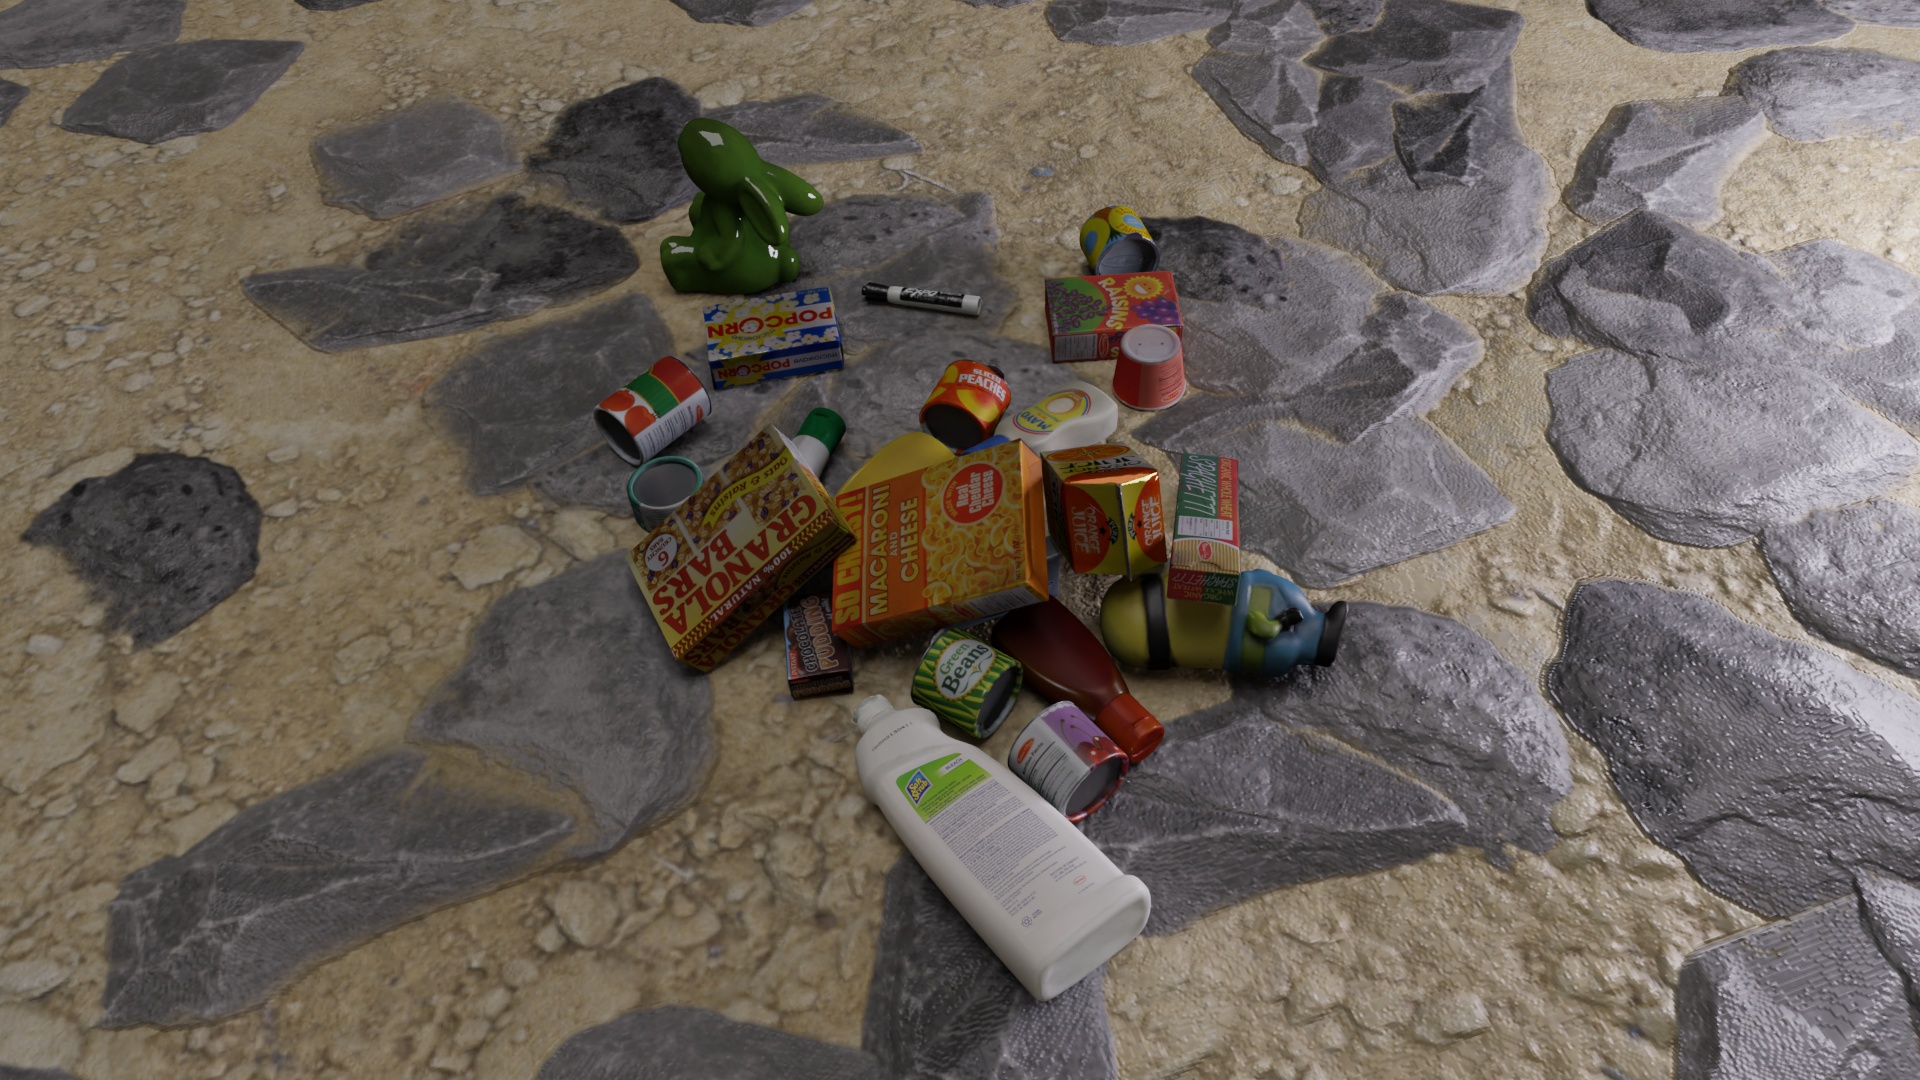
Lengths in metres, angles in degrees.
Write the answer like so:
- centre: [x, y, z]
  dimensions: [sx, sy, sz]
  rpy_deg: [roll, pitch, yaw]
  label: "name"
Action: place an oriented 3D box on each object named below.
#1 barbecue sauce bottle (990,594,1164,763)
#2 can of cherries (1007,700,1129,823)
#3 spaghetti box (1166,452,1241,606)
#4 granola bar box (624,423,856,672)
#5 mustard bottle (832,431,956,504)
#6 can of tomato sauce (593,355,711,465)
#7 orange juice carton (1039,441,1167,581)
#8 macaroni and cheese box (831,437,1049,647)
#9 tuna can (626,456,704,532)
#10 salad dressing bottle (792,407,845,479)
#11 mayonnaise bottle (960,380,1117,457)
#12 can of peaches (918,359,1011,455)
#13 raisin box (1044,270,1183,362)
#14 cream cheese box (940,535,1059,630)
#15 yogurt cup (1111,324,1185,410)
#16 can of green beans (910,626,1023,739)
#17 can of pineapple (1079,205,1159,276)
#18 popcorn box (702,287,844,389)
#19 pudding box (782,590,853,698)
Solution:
- centre: [0.090, 0.104, 1.044]
  dimensions: [0.065, 0.043, 0.149]
  rpy_deg: [-31, 54, -22]
  label: "barbecue sauce bottle"
- centre: [0.078, 0.157, 0.984]
  dimensions: [0.072, 0.071, 0.058]
  rpy_deg: [-33, 54, -23]
  label: "can of cherries"
- centre: [0.192, -0.015, 1.083]
  dimensions: [0.050, 0.028, 0.251]
  rpy_deg: [7, 23, 8]
  label: "spaghetti box"
- centre: [-0.176, 0.005, 1.105]
  dimensions: [0.165, 0.039, 0.124]
  rpy_deg: [-41, 53, 7]
  label: "granola bar box"
- centre: [-0.074, -0.029, 1.170]
  dimensions: [0.065, 0.048, 0.161]
  rpy_deg: [36, 60, 27]
  label: "mustard bottle"
- centre: [-0.279, -0.118, 1.250]
  dimensions: [0.071, 0.070, 0.083]
  rpy_deg: [31, 58, 27]
  label: "can of tomato sauce"
- centre: [0.111, -0.025, 1.075]
  dimensions: [0.073, 0.071, 0.193]
  rpy_deg: [-7, 13, -2]
  label: "orange juice carton"
- centre: [-0.017, 0.004, 1.058]
  dimensions: [0.166, 0.040, 0.124]
  rpy_deg: [-16, 57, 25]
  label: "macaroni and cheese box"
- centre: [-0.253, -0.041, 1.203]
  dimensions: [0.071, 0.032, 0.071]
  rpy_deg: [-2, 49, 2]
  label: "tuna can"
- centre: [-0.145, -0.054, 1.200]
  dimensions: [0.064, 0.043, 0.148]
  rpy_deg: [13, 50, 17]
  label: "salad dressing bottle"
- centre: [0.066, -0.091, 1.208]
  dimensions: [0.149, 0.041, 0.065]
  rpy_deg: [-29, 47, -30]
  label: "mayonnaise bottle"
- centre: [0.005, -0.118, 1.230]
  dimensions: [0.071, 0.071, 0.058]
  rpy_deg: [16, 53, 18]
  label: "can of peaches"
- centre: [0.145, -0.215, 1.327]
  dimensions: [0.123, 0.039, 0.086]
  rpy_deg: [-3, 47, 0]
  label: "raisin box"
- centre: [0.029, 0.036, 1.102]
  dimensions: [0.104, 0.053, 0.024]
  rpy_deg: [-18, 49, -12]
  label: "cream cheese box"
- centre: [0.172, -0.160, 1.266]
  dimensions: [0.072, 0.053, 0.073]
  rpy_deg: [-2, 49, 3]
  label: "yogurt cup"
- centre: [0.005, 0.106, 1.032]
  dimensions: [0.058, 0.071, 0.071]
  rpy_deg: [27, 56, 25]
  label: "can of green beans"
- centre: [0.157, -0.290, 1.373]
  dimensions: [0.071, 0.070, 0.058]
  rpy_deg: [-13, 49, -7]
  label: "can of pineapple"
- centre: [-0.180, -0.195, 1.331]
  dimensions: [0.127, 0.038, 0.085]
  rpy_deg: [-10, 49, -5]
  label: "popcorn box"
- centre: [-0.112, 0.081, 1.087]
  dimensions: [0.050, 0.030, 0.084]
  rpy_deg: [-8, 48, -2]
  label: "pudding box"
